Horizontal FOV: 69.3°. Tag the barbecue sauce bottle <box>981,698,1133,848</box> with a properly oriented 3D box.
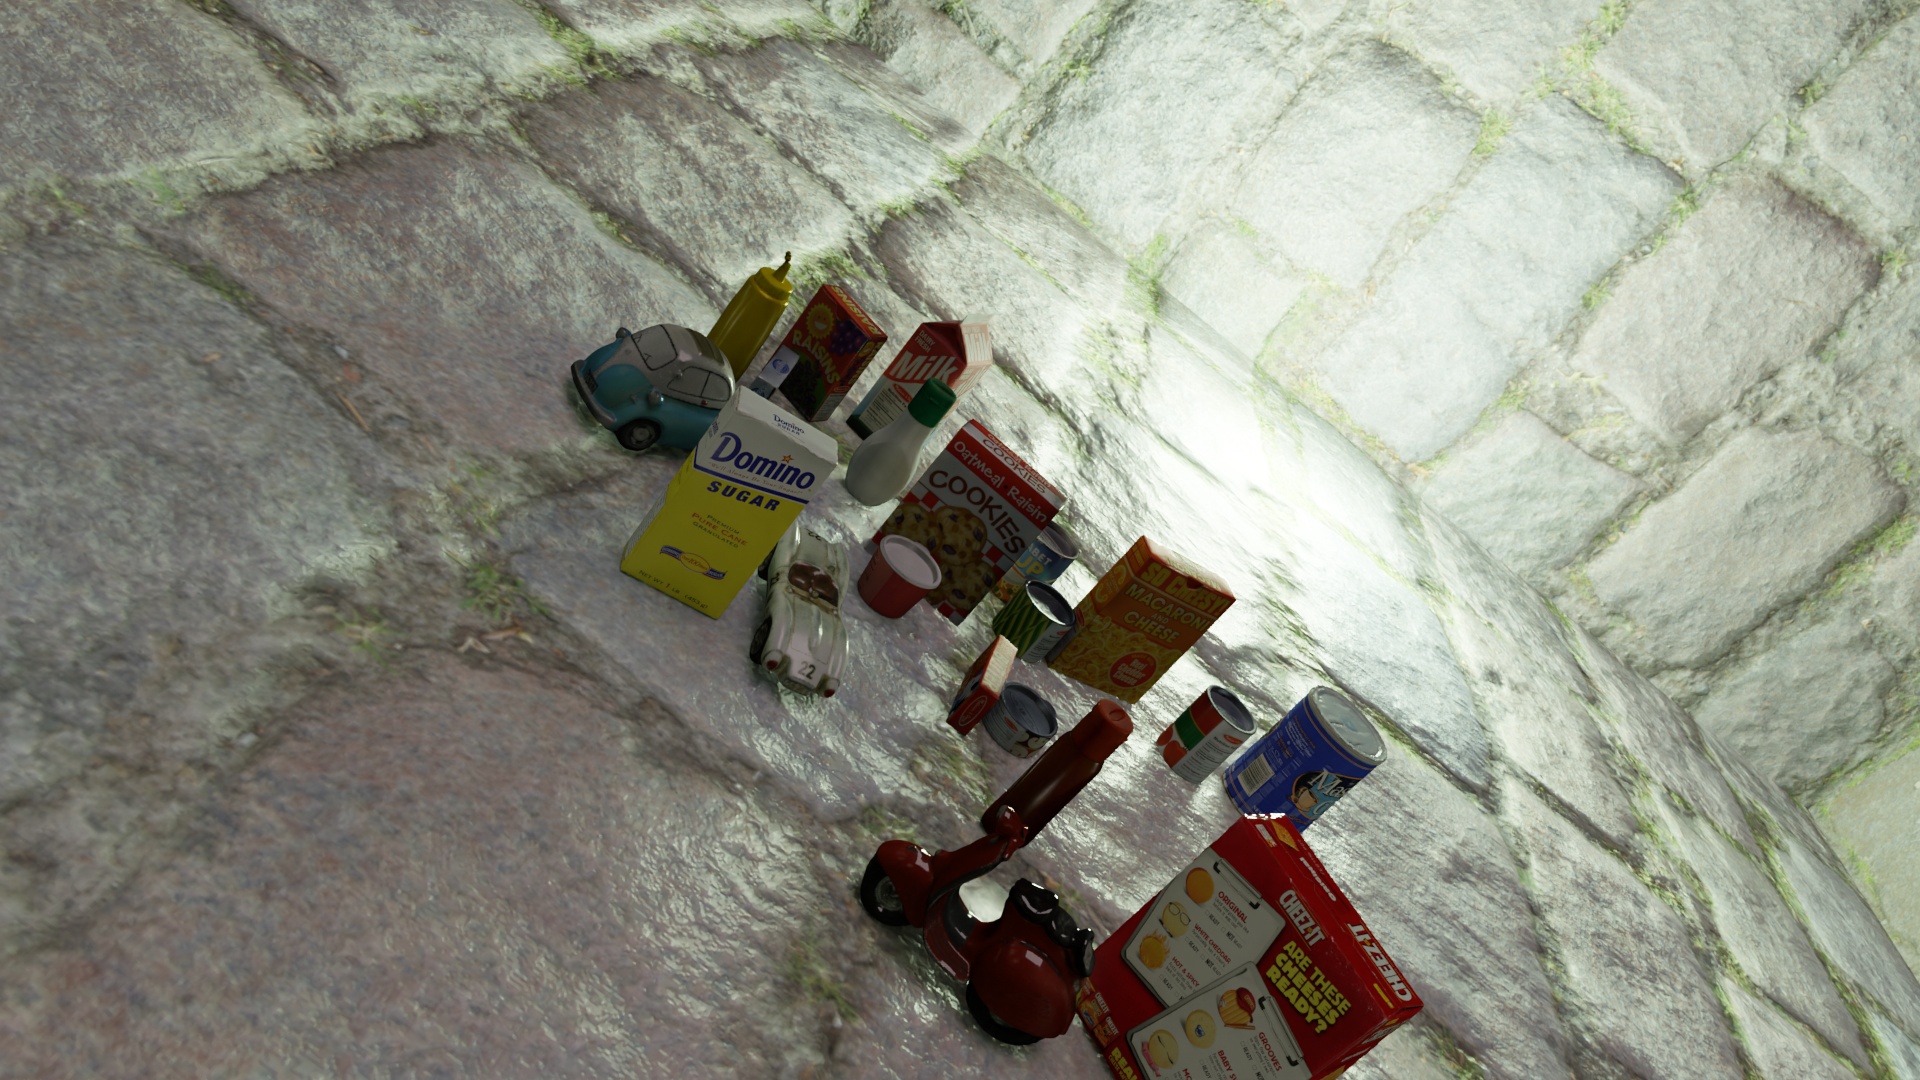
[{"bbox_3d":[0.082,0.191,1.135,0.044,0.148,0.065,49,26,19],"label":"barbecue sauce bottle"}]

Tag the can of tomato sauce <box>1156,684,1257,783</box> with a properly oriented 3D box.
[{"bbox_3d":[0.254,0.199,1.438,0.071,0.082,0.071,32,26,-17],"label":"can of tomato sauce"}]

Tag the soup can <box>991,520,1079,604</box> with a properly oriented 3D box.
[{"bbox_3d":[0.073,0.024,1.476,0.071,0.083,0.072,32,26,-17],"label":"soup can"}]

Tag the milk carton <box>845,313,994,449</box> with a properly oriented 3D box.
[{"bbox_3d":[-0.034,-0.179,1.535,0.073,0.189,0.072,46,25,12],"label":"milk carton"}]

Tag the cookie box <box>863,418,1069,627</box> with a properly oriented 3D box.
[{"bbox_3d":[0.005,-0.017,1.349,0.123,0.166,0.040,40,24,0],"label":"cookie box"}]

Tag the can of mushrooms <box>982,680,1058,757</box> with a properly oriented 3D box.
[{"bbox_3d":[0.056,0.165,1.278,0.071,0.033,0.071,32,26,-17],"label":"can of mushrooms"}]

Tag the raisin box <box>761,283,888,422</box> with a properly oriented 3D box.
[{"bbox_3d":[-0.147,-0.201,1.495,0.086,0.123,0.040,49,26,18],"label":"raisin box"}]

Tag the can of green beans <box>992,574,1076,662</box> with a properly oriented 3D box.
[{"bbox_3d":[0.075,0.082,1.413,0.071,0.057,0.071,32,26,-17],"label":"can of green beans"}]

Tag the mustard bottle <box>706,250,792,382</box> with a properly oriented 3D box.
[{"bbox_3d":[-0.211,-0.226,1.402,0.049,0.159,0.065,28,27,-24],"label":"mustard bottle"}]

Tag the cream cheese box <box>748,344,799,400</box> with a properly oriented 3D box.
[{"bbox_3d":[-0.201,-0.162,1.437,0.024,0.053,0.104,36,25,-9],"label":"cream cheese box"}]

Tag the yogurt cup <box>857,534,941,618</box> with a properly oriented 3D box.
[{"bbox_3d":[-0.060,0.036,1.305,0.072,0.053,0.073,32,26,-17],"label":"yogurt cup"}]

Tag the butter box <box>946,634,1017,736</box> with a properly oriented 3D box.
[{"bbox_3d":[0.020,0.130,1.263,0.024,0.053,0.104,38,25,-4],"label":"butter box"}]

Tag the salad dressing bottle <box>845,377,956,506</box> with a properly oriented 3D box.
[{"bbox_3d":[-0.060,-0.101,1.421,0.064,0.147,0.044,37,25,-7],"label":"salad dressing bottle"}]

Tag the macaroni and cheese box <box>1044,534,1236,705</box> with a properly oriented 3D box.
[{"bbox_3d":[0.183,0.085,1.430,0.123,0.165,0.040,26,28,-29],"label":"macaroni and cheese box"}]
